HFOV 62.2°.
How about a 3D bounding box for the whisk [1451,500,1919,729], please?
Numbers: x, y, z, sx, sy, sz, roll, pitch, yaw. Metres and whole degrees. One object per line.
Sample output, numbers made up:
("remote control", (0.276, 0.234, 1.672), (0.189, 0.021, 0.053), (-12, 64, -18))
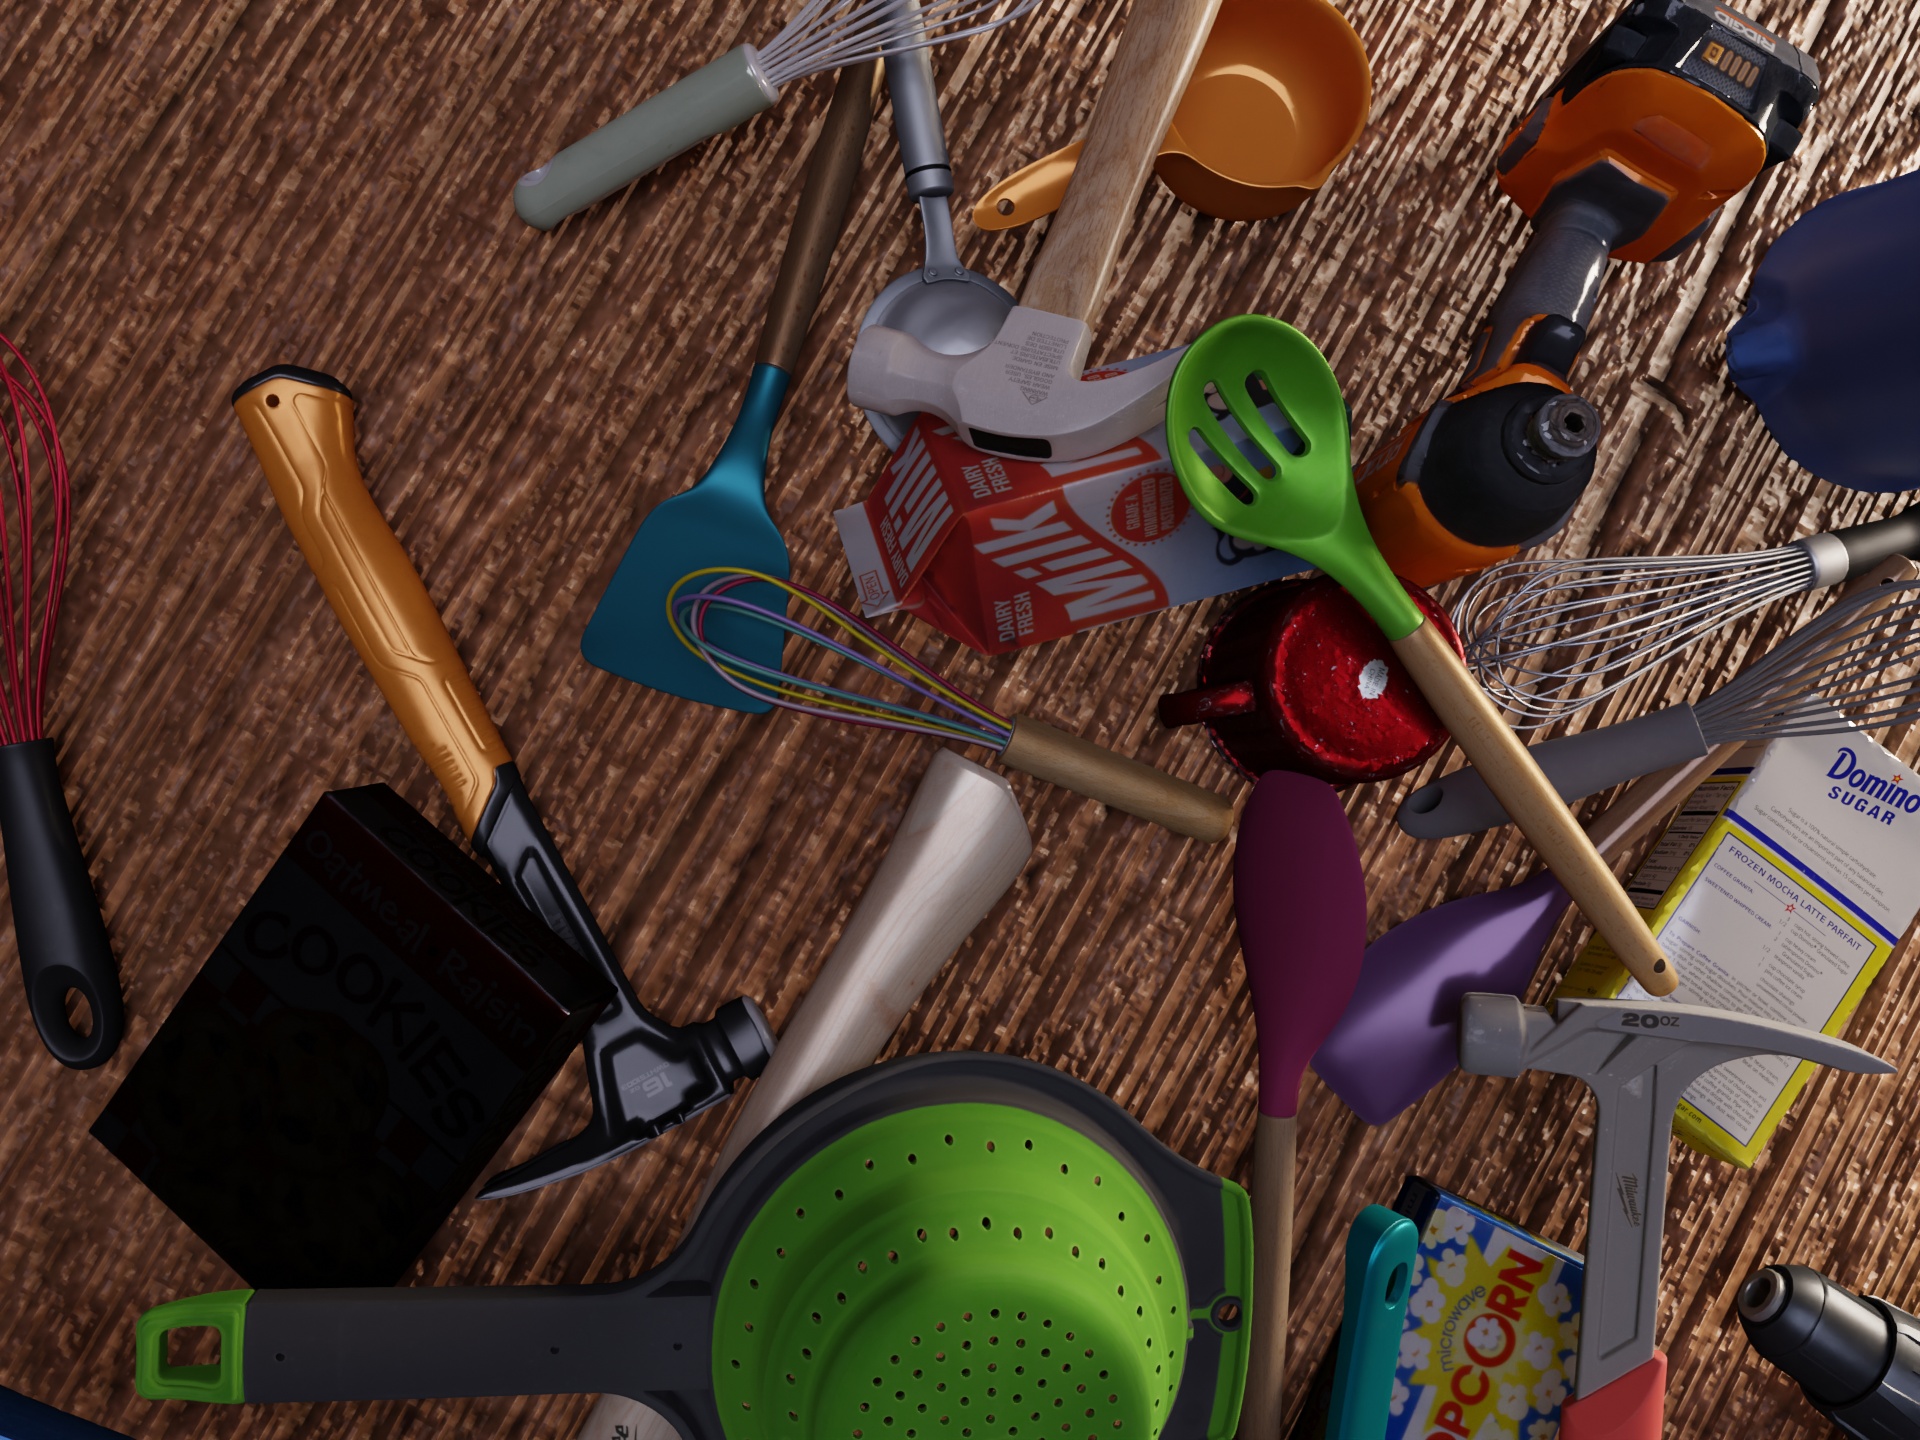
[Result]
("whisk", (0.328, -0.058, 0.665), (0.284, 0.070, 0.070), (-15, 89, -11))

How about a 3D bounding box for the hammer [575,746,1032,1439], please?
("hammer", (-0.096, 0.194, 0.600), (0.146, 0.038, 0.410), (27, 90, -10))

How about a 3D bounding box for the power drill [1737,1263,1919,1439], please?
("power drill", (0.357, 0.350, 0.636), (0.190, 0.080, 0.228), (34, 83, -2))

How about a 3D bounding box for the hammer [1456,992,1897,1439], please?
("hammer", (0.252, 0.286, 0.596), (0.149, 0.036, 0.359), (4, 89, 15))

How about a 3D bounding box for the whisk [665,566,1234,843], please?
("whisk", (0.000, -0.003, 0.630), (0.245, 0.051, 0.047), (22, 102, -11))

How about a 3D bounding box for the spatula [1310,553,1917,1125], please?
("spatula", (0.267, 0.044, 0.653), (0.316, 0.018, 0.060), (-43, 82, 3))

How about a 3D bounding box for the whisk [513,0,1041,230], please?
("whisk", (-0.070, -0.255, 0.618), (0.246, 0.058, 0.059), (-24, 127, 14))

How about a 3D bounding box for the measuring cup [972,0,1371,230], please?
("measuring cup", (0.081, -0.232, 0.651), (0.173, 0.052, 0.095), (-27, 88, -5))

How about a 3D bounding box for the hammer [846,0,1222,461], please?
("hammer", (0.075, -0.248, 0.605), (0.130, 0.031, 0.331), (18, 77, 14))

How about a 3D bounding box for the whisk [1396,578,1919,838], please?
("whisk", (0.286, 0.000, 0.624), (0.239, 0.055, 0.055), (-22, 89, 21))

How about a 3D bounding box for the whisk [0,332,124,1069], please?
("whisk", (-0.362, -0.010, 0.606), (0.073, 0.073, 0.296), (-10, 94, -5))

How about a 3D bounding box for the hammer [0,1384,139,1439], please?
("hammer", (-0.165, 0.300, 0.541), (0.405, 0.035, 0.144), (22, 124, -4))

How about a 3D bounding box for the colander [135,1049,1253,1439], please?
("colander", (-0.079, 0.224, 0.538), (0.397, 0.094, 0.204), (2, 94, -9))

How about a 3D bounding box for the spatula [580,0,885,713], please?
("spatula", (-0.072, -0.164, 0.652), (0.082, 0.044, 0.317), (17, 81, -5))

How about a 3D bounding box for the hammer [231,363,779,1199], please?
("hammer", (-0.202, 0.017, 0.626), (0.127, 0.034, 0.337), (-28, 90, -6))

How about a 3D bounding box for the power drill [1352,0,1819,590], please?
("power drill", (0.232, -0.160, 0.606), (0.084, 0.164, 0.226), (30, 83, -2))

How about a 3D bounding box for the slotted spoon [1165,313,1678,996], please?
("slotted spoon", (0.174, -0.013, 0.576), (0.070, 0.031, 0.313), (-42, 104, -9))

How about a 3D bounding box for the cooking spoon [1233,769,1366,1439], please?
("cooking spoon", (0.123, 0.178, 0.623), (0.017, 0.069, 0.319), (-5, 100, -35))

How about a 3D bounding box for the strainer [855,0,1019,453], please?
("strainer", (-0.011, -0.209, 0.641), (0.087, 0.050, 0.258), (-10, 90, -25))

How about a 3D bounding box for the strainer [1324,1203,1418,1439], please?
("strainer", (0.096, 0.317, 0.570), (0.211, 0.095, 0.340), (-4, 105, -41))
